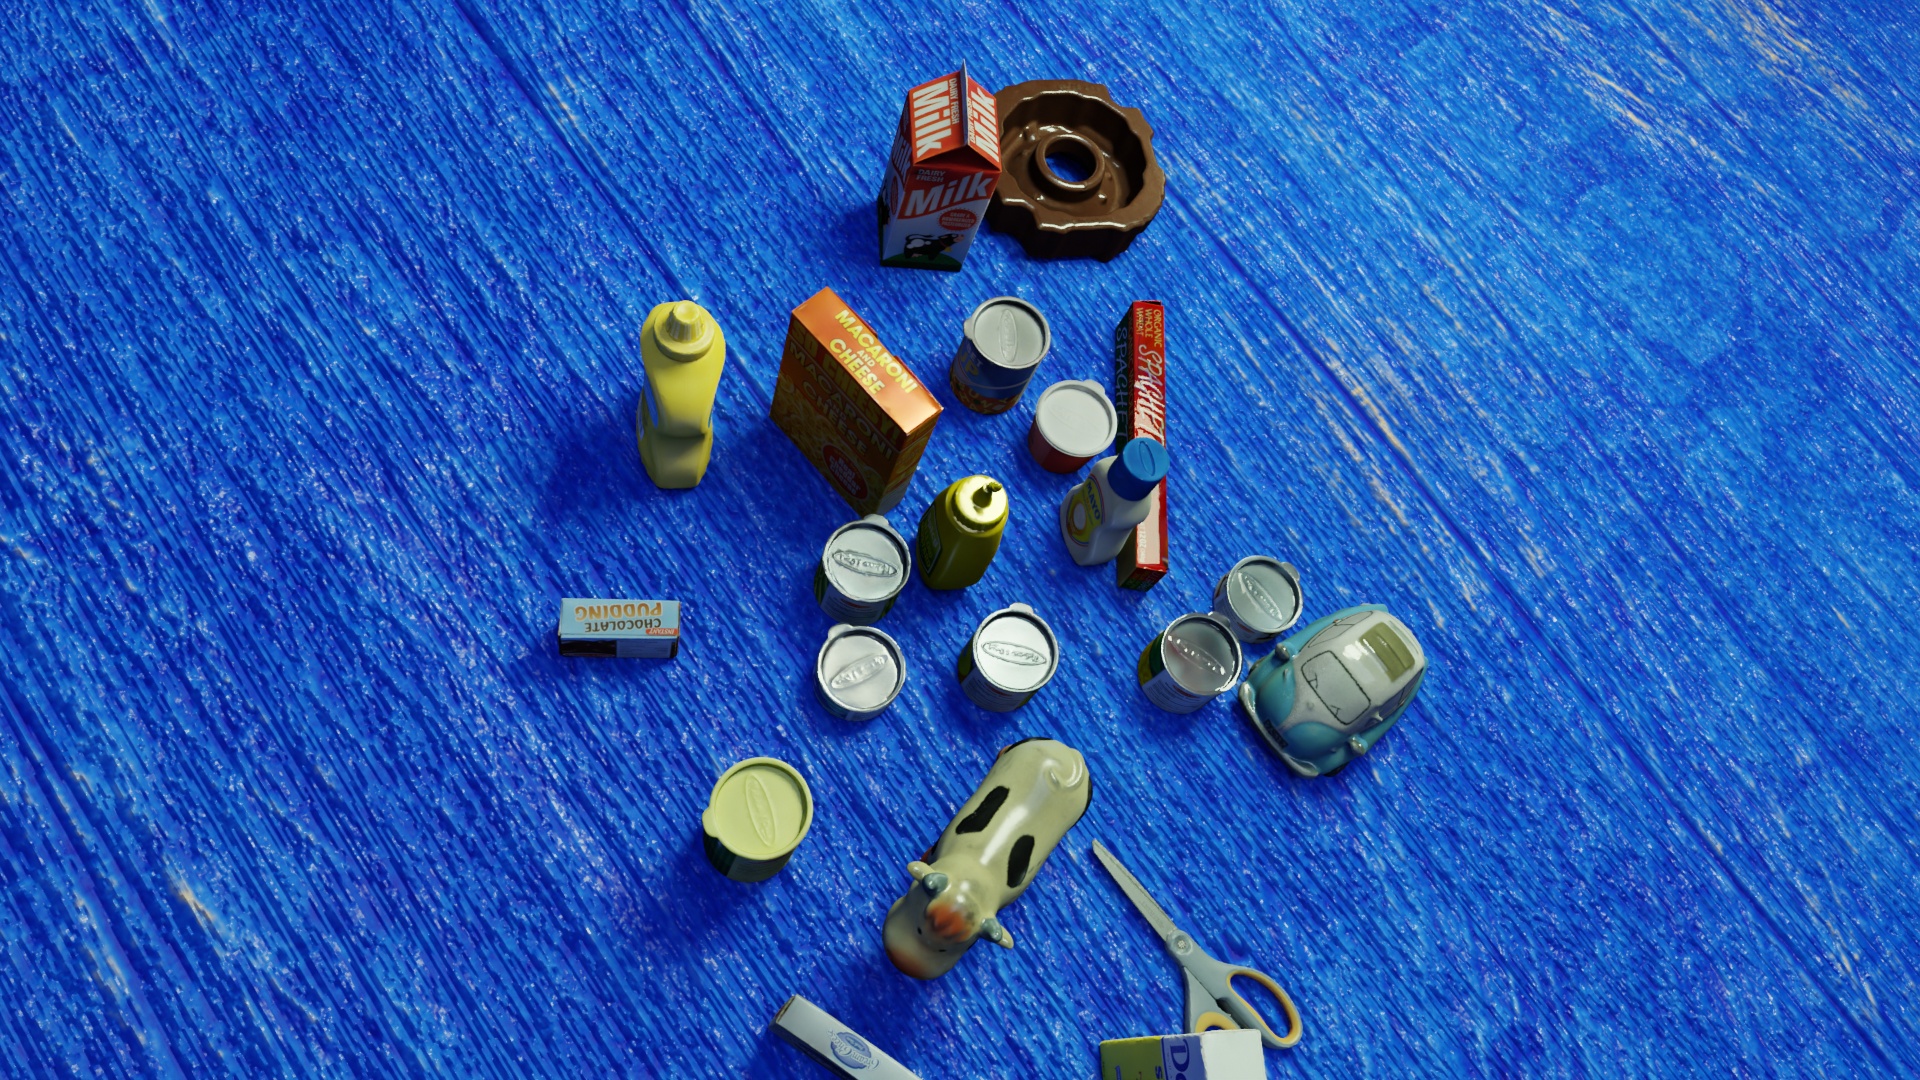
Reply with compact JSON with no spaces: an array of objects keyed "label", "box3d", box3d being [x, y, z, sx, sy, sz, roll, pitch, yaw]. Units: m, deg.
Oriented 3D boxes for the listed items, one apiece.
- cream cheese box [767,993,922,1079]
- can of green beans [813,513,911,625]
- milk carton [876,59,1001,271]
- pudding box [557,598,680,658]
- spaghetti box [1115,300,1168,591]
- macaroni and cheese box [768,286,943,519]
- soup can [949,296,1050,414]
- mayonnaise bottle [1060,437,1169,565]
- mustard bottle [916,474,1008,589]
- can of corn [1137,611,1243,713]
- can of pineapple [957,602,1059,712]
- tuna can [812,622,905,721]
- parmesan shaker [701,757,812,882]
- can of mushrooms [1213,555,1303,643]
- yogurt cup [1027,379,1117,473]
[{"label":"cream cheese box","box3d":[-0.076,0.339,0.916,0.104,0.053,0.024,34,64,2]},{"label":"can of green beans","box3d":[-0.075,0.025,1.046,0.071,0.057,0.071,5,67,-12]},{"label":"milk carton","box3d":[-0.016,-0.298,1.122,0.073,0.189,0.072,1,68,-13]},{"label":"pudding box","box3d":[-0.244,0.063,0.992,0.084,0.049,0.030,2,68,-13]},{"label":"spaghetti box","box3d":[0.149,-0.082,1.151,0.029,0.050,0.251,7,66,-11]},{"label":"macaroni and cheese box","box3d":[-0.082,-0.096,1.035,0.040,0.165,0.124,-39,82,-24]},{"label":"soup can","box3d":[0.028,-0.150,1.130,0.071,0.083,0.071,5,67,-12]},{"label":"mayonnaise bottle","box3d":[0.118,-0.033,1.068,0.041,0.147,0.065,-8,71,-17]},{"label":"mustard bottle","box3d":[0.004,-0.013,1.024,0.049,0.159,0.065,-4,69,-16]},{"label":"can of corn","box3d":[0.179,0.094,1.079,0.071,0.058,0.071,5,67,-12]},{"label":"can of pineapple","box3d":[0.036,0.090,1.046,0.071,0.057,0.071,5,67,-12]},{"label":"tuna can","box3d":[-0.077,0.097,1.029,0.071,0.032,0.071,5,67,-12]},{"label":"parmesan shaker","box3d":[-0.141,0.190,0.935,0.071,0.102,0.071,5,67,-12]},{"label":"can of mushrooms","box3d":[0.243,0.047,1.129,0.071,0.033,0.071,5,67,-12]},{"label":"yogurt cup","box3d":[0.088,-0.089,1.136,0.072,0.053,0.072,5,67,-12]}]
